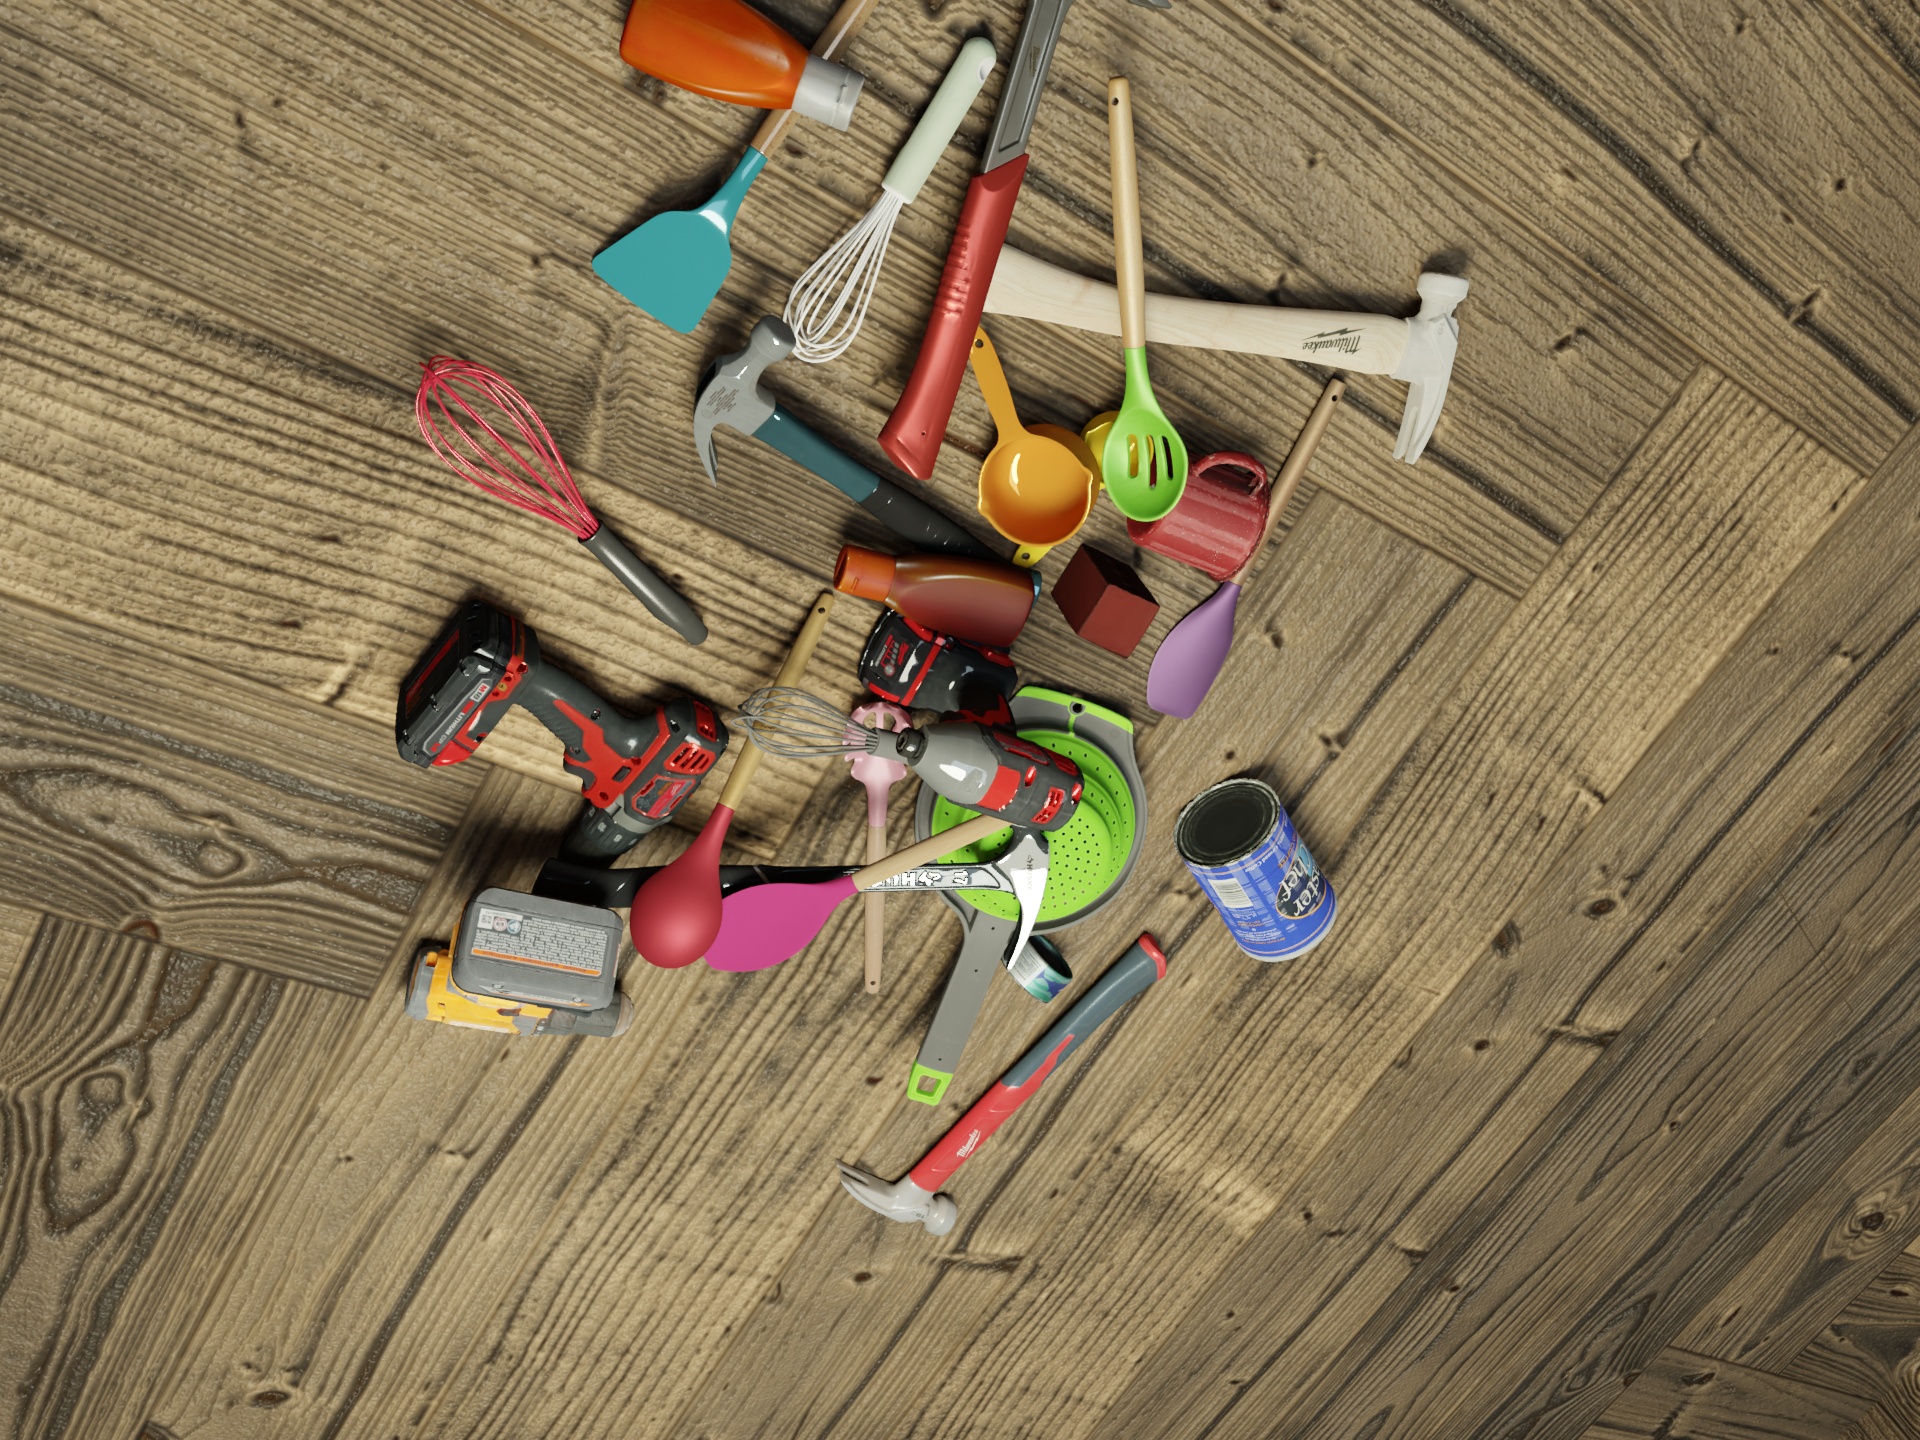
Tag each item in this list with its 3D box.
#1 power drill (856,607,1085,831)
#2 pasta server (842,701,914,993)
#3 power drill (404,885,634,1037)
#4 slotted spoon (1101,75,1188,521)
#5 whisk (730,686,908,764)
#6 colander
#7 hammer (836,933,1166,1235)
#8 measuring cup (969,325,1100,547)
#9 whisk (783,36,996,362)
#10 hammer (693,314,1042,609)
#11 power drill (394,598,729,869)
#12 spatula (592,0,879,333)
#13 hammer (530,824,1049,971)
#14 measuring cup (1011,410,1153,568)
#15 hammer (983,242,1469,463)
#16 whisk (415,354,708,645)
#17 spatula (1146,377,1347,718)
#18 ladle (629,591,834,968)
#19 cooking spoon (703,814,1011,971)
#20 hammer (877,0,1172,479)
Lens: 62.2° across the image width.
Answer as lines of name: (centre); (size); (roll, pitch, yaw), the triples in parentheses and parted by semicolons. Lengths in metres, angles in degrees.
power drill: (-0.002, -0.004, 1.206); (0.143, 0.220, 0.078); (19, 112, -26)
pasta server: (-0.072, 0.114, 1.365); (0.060, 0.040, 0.316); (1, 121, -4)
power drill: (-0.330, 0.206, 1.261); (0.185, 0.084, 0.226); (15, 154, -22)
slotted spoon: (0.124, -0.292, 1.132); (0.070, 0.031, 0.313); (10, 124, 28)
whisk: (-0.069, 0.018, 1.237); (0.238, 0.055, 0.055); (14, 115, -32)
colander: (0.037, 0.173, 1.353); (0.204, 0.094, 0.397); (18, 104, -11)
hammer: (0.048, 0.343, 1.536); (0.143, 0.038, 0.386); (34, 105, -29)
measuring cup: (0.047, -0.218, 1.195); (0.095, 0.052, 0.173); (-14, 108, 26)
whisk: (-0.049, -0.356, 1.092); (0.246, 0.059, 0.057); (-56, 162, 14)
hammer: (-0.058, -0.167, 1.189); (0.330, 0.033, 0.128); (31, 127, -34)
power drill: (-0.315, 0.028, 1.218); (0.226, 0.080, 0.188); (30, 115, -34)
spatula: (-0.122, -0.401, 1.055); (0.082, 0.044, 0.317); (32, 102, -29)
hammer: (-0.133, 0.131, 1.257); (0.409, 0.036, 0.149); (-2, 106, -4)
measuring cup: (0.089, -0.180, 1.253); (0.062, 0.029, 0.156); (29, 120, -25)
hammer: (0.186, -0.289, 1.195); (0.410, 0.038, 0.146); (4, 108, -17)
whisk: (-0.278, -0.148, 1.136); (0.073, 0.073, 0.295); (-37, 128, 7)
spatula: (0.238, -0.138, 1.321); (0.059, 0.018, 0.315); (19, 113, -16)
ladle: (-0.167, 0.043, 1.223); (0.069, 0.031, 0.315); (25, 82, -4)
cooking spoon: (-0.058, 0.115, 1.230); (0.319, 0.017, 0.068); (-24, 108, 4)
hammer: (0.024, -0.339, 1.086); (0.149, 0.037, 0.359); (7, 109, -31)
